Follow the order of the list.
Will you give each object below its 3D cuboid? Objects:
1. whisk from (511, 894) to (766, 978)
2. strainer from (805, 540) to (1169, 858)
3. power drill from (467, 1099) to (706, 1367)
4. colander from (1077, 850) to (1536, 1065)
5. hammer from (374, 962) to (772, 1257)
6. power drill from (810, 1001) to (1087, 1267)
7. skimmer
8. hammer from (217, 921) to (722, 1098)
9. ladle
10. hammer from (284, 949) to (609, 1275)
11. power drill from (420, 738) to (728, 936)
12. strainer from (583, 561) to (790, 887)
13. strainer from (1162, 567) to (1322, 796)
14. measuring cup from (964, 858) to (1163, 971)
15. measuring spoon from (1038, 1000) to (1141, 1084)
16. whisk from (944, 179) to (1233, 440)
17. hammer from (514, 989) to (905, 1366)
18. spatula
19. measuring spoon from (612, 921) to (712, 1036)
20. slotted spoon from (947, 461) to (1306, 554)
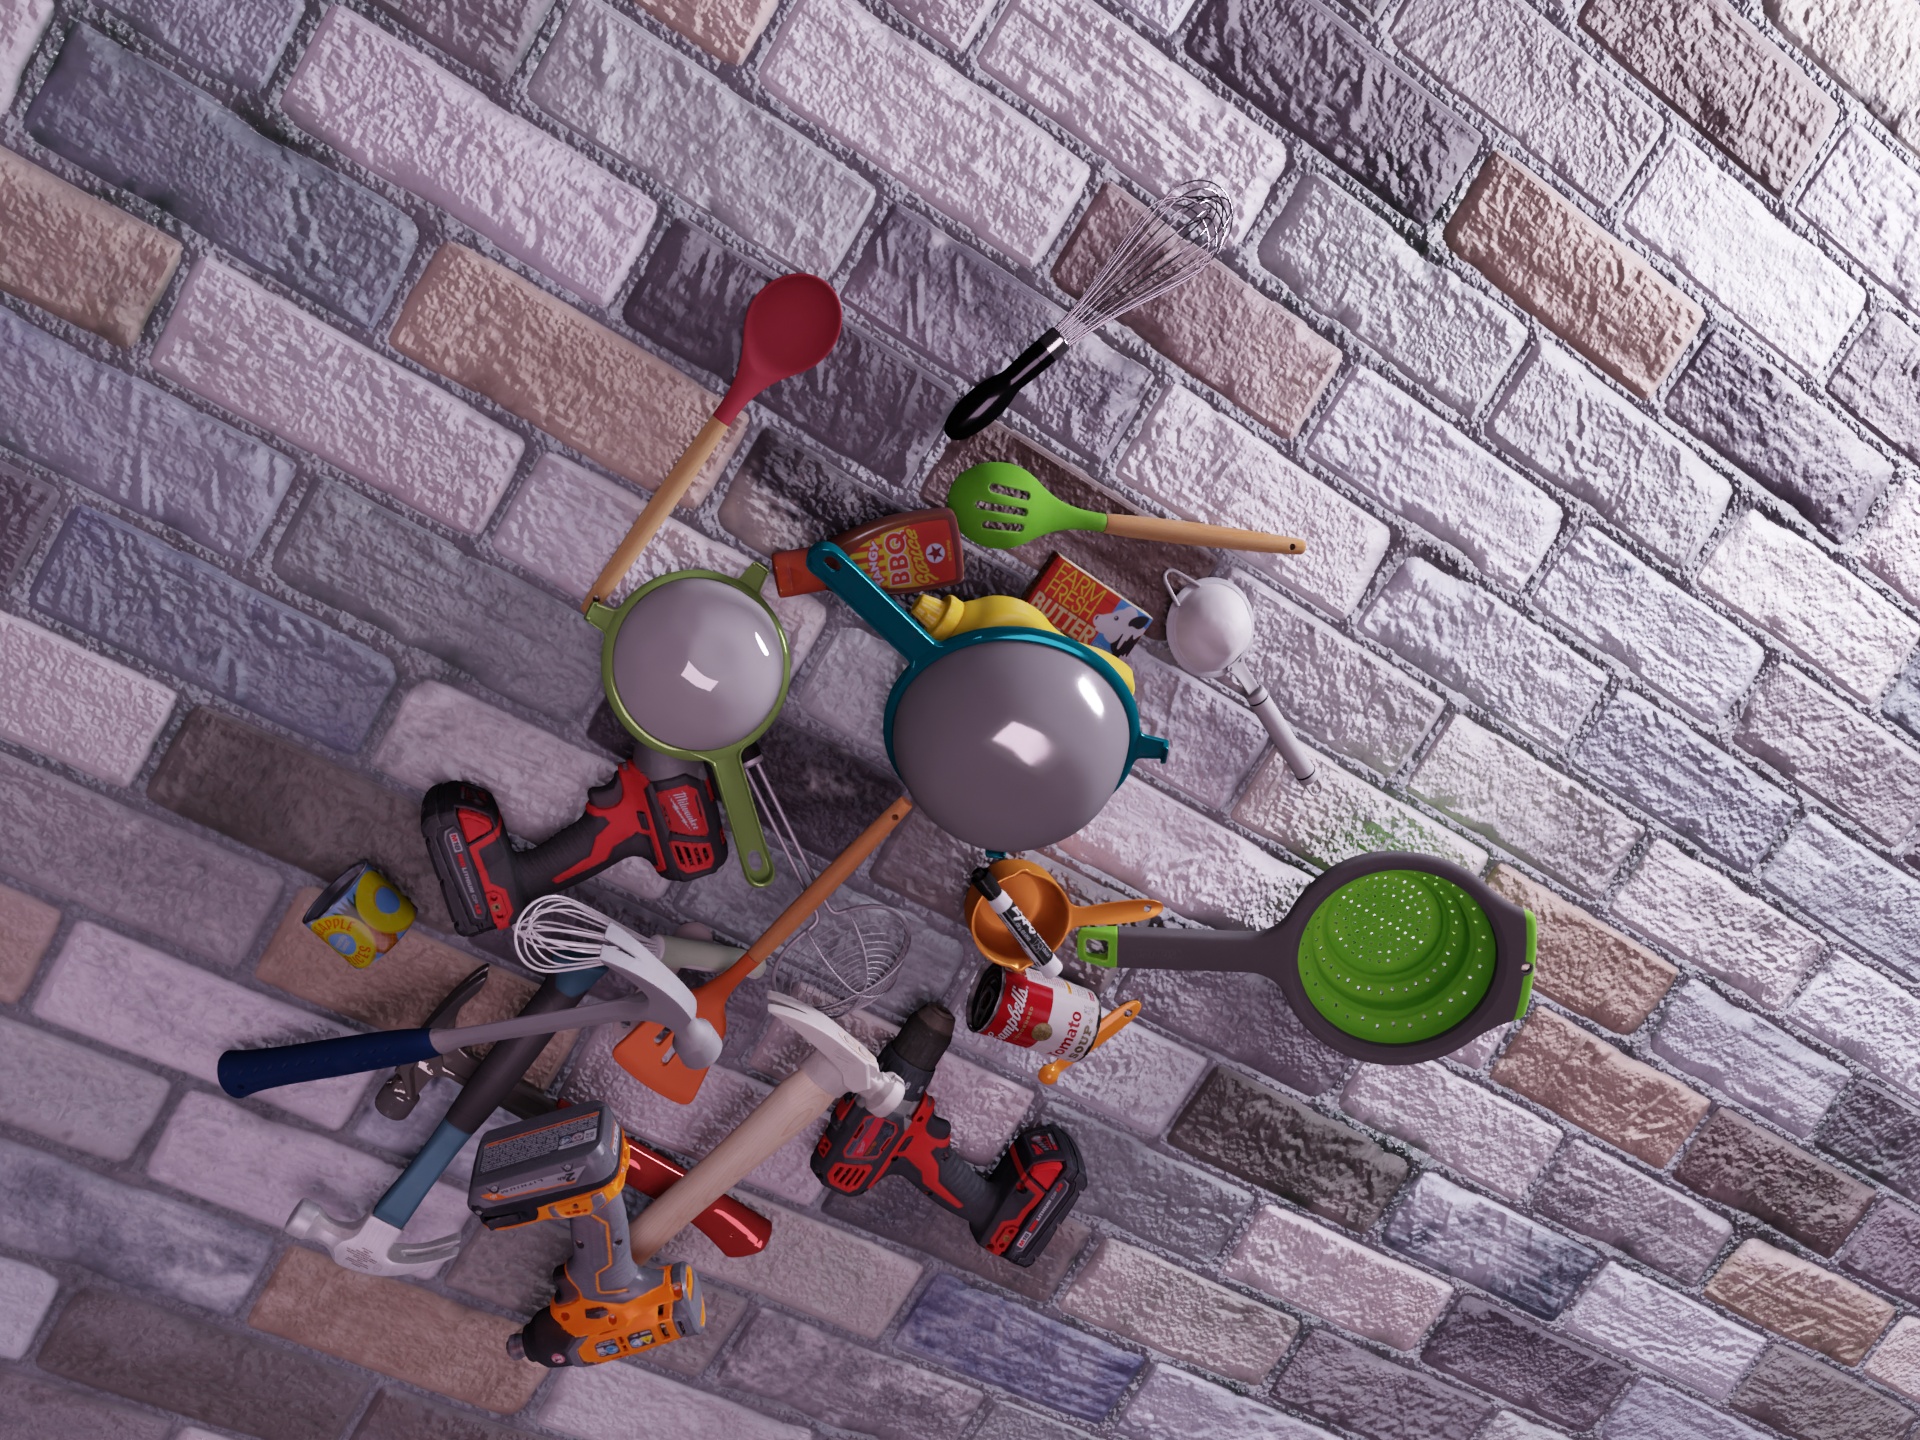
[{"bbox_3d":[-0.252,0.183,1.276,0.246,0.058,0.059,19,77,-45],"label":"whisk"},{"bbox_3d":[-0.002,-0.004,1.244,0.211,0.095,0.340,-33,120,25],"label":"strainer"},{"bbox_3d":[-0.318,0.432,1.292,0.164,0.084,0.226,-16,116,-1],"label":"power drill"},{"bbox_3d":[0.305,0.196,1.438,0.397,0.094,0.204,2,108,5],"label":"colander"},{"bbox_3d":[-0.307,0.355,1.365,0.358,0.037,0.149,37,96,-20],"label":"hammer"},{"bbox_3d":[0.002,0.368,1.420,0.226,0.080,0.188,30,98,-16],"label":"power drill"},{"bbox_3d":[-0.153,0.086,1.321,0.127,0.090,0.363,-27,100,-10],"label":"skimmer"},{"bbox_3d":[-0.396,0.241,1.227,0.405,0.035,0.143,-11,130,14],"label":"hammer"},{"bbox_3d":[-0.198,-0.208,1.222,0.069,0.031,0.315,35,98,-17],"label":"ladle"},{"bbox_3d":[-0.401,0.318,1.297,0.128,0.033,0.331,36,96,-18],"label":"hammer"},{"bbox_3d":[-0.305,0.078,1.261,0.219,0.079,0.143,-16,110,-11],"label":"power drill"},{"bbox_3d":[-0.180,0.006,1.221,0.151,0.069,0.256,-17,92,-23],"label":"strainer"},{"bbox_3d":[0.254,-0.029,1.375,0.087,0.050,0.258,-43,115,-13],"label":"strainer"},{"bbox_3d":[0.088,0.162,1.388,0.173,0.052,0.095,-3,107,-14],"label":"measuring cup"},{"bbox_3d":[0.120,0.296,1.456,0.117,0.011,0.021,-38,111,1],"label":"measuring spoon"},{"bbox_3d":[0.097,-0.317,1.244,0.284,0.070,0.070,-40,111,6],"label":"whisk"},{"bbox_3d":[-0.240,0.402,1.351,0.410,0.038,0.146,-44,110,9],"label":"hammer"},{"bbox_3d":[-0.150,0.178,1.274,0.081,0.041,0.322,40,106,-17],"label":"spatula"},{"bbox_3d":[-0.254,0.223,1.345,0.034,0.018,0.124,37,96,-21],"label":"measuring spoon"},{"bbox_3d":[0.143,-0.162,1.314,0.313,0.031,0.070,5,105,-16],"label":"slotted spoon"}]
